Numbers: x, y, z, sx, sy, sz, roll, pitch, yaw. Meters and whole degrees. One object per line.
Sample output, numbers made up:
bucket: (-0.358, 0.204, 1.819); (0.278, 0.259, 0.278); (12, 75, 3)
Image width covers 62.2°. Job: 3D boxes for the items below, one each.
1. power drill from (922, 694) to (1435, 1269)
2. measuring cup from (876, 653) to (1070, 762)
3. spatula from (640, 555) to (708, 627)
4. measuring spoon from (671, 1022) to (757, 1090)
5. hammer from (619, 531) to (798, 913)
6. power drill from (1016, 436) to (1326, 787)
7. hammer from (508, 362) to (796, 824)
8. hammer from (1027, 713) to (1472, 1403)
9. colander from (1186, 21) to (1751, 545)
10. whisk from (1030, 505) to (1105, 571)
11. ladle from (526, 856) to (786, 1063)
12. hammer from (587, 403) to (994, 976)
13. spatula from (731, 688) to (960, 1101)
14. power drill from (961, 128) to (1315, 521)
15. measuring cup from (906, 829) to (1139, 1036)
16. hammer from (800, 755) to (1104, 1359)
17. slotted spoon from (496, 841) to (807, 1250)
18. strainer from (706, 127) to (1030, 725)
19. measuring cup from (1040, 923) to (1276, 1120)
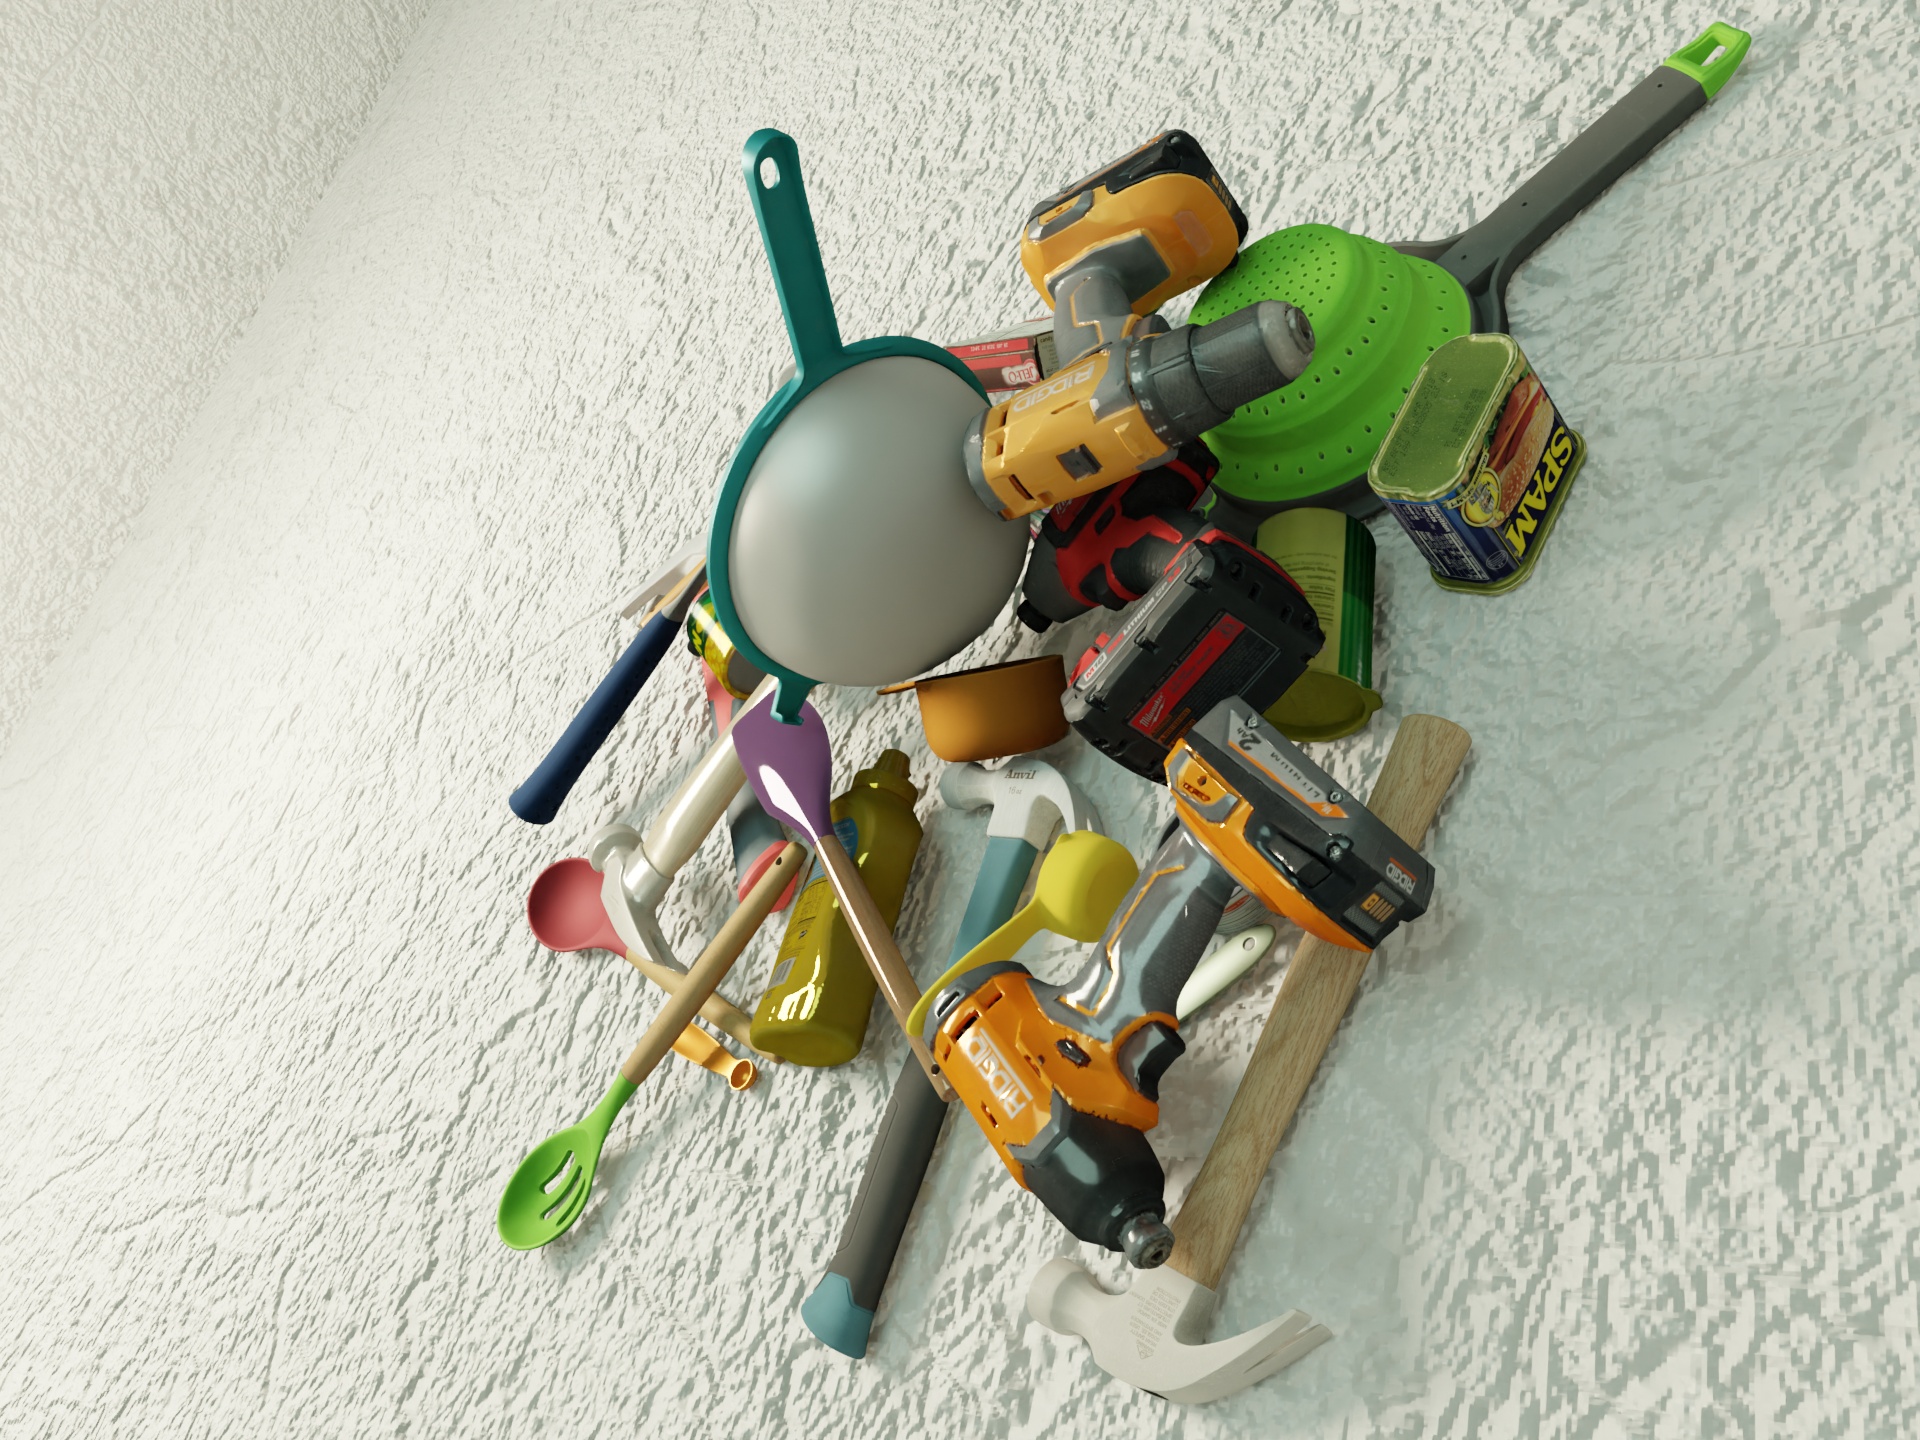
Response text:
power drill: (0.097, 0.118, 0.702); (0.226, 0.084, 0.164); (-49, 43, 7)
measuring cup: (-0.002, -0.003, 0.955); (0.174, 0.095, 0.052); (-8, 94, 58)
spatula: (-0.111, -0.171, 1.183); (0.322, 0.041, 0.081); (-43, 25, 3)
measuring spoon: (-0.157, 0.206, 0.990); (0.117, 0.011, 0.021); (13, 71, 52)
hammer: (-0.177, -0.004, 1.150); (0.143, 0.038, 0.387); (-38, 40, 18)
power drill: (0.092, -0.067, 0.827); (0.143, 0.078, 0.220); (-50, 25, 19)
hammer: (-0.194, -0.083, 1.130); (0.035, 0.144, 0.405); (42, 107, 8)
hammer: (0.152, 0.144, 0.716); (0.130, 0.031, 0.331); (14, 70, 49)
colander: (0.255, -0.264, 0.885); (0.397, 0.094, 0.205); (-41, 40, 13)
whisk: (0.048, -0.137, 1.033); (0.047, 0.051, 0.245); (-62, 32, 9)
ladle: (-0.204, 0.161, 1.055); (0.316, 0.031, 0.069); (20, 76, 48)
hammer: (-0.098, -0.029, 1.009); (0.410, 0.038, 0.146); (-53, 38, 8)
spatula: (-0.064, 0.084, 0.880); (0.060, 0.018, 0.316); (-41, 46, 9)
power drill: (0.101, -0.217, 0.840); (0.185, 0.084, 0.226); (-19, 41, 33)
measuring cup: (0.035, 0.112, 0.795); (0.029, 0.062, 0.156); (14, 40, 44)
hammer: (-0.010, 0.170, 0.854); (0.128, 0.033, 0.331); (-1, 60, 45)
slotted spoon: (-0.186, 0.201, 0.976); (0.313, 0.031, 0.070); (-54, 43, 9)
strainer: (-0.040, -0.142, 0.843); (0.211, 0.340, 0.095); (-38, 50, -22)
measuring cup: (0.081, 0.145, 0.778); (0.167, 0.038, 0.083); (-41, 40, 16)
